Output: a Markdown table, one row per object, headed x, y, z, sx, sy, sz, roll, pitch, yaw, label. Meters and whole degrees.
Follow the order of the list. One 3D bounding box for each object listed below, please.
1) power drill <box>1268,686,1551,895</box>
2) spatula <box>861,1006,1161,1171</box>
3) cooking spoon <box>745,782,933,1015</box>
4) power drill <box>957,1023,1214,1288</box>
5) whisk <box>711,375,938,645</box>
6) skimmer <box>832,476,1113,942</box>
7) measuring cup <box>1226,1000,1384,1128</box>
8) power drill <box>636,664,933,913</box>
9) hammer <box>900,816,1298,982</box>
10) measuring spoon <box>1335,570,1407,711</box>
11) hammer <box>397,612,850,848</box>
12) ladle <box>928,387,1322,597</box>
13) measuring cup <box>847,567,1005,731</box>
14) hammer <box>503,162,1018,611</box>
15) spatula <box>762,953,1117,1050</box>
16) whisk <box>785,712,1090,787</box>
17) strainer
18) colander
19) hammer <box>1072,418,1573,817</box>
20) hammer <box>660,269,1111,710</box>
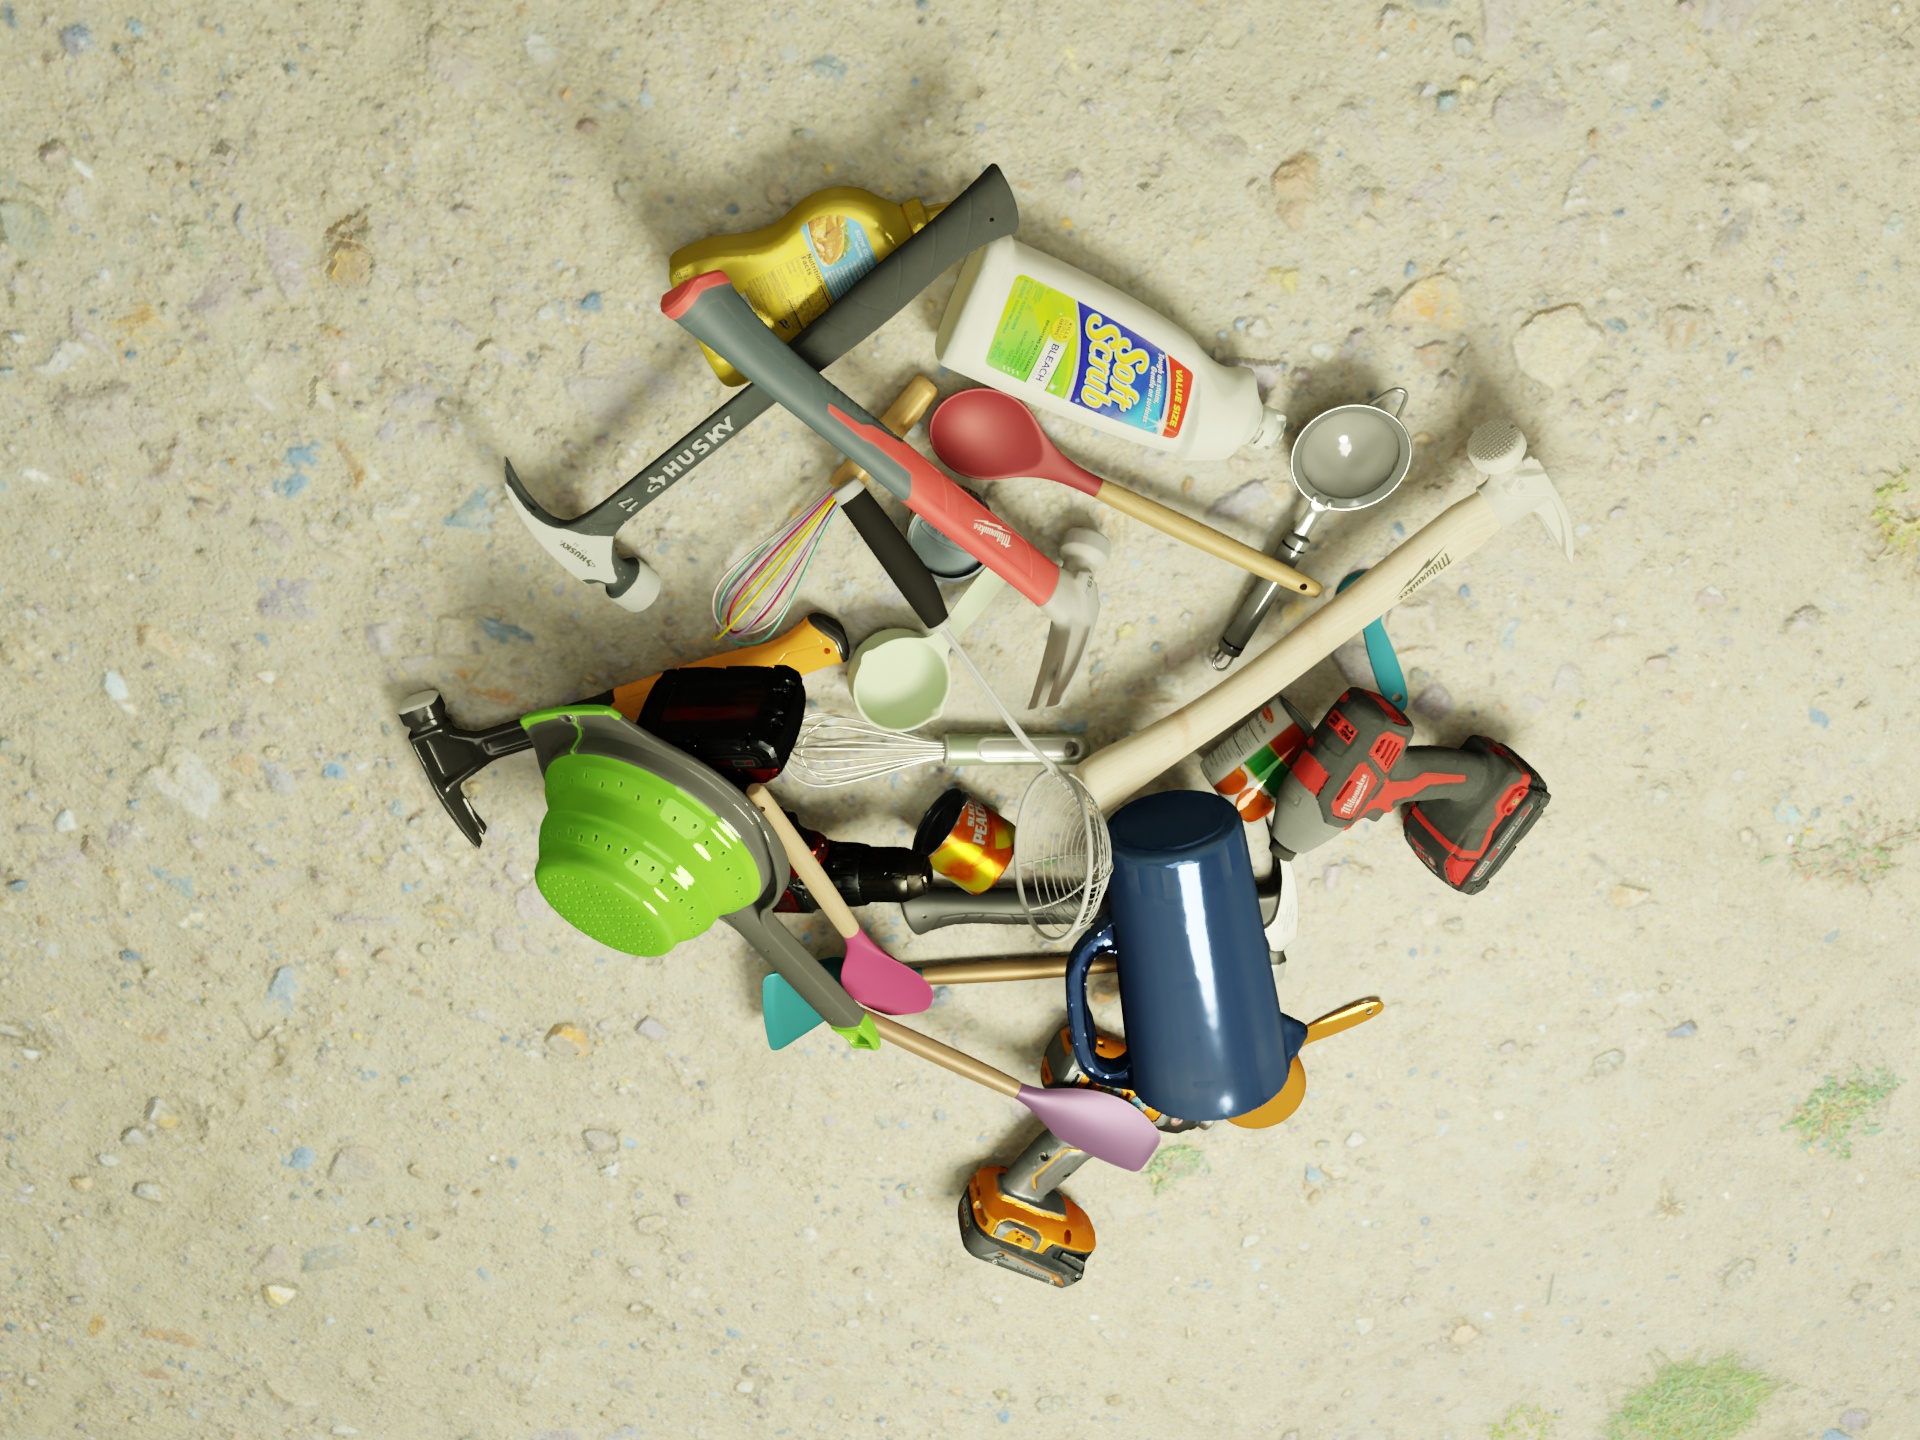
| x | y | z | sx | sy | sz | roll | pitch | yaw | label |
| --- | --- | --- | --- | --- | --- | --- | --- | --- | --- |
| 0.338 | 0.062 | 1.225 | 0.219 | 0.079 | 0.143 | 15 | 116 | -35 | power drill |
| 0.026 | 0.295 | 1.321 | 0.315 | 0.018 | 0.059 | 26 | 106 | -10 | spatula |
| -0.092 | 0.145 | 1.205 | 0.069 | 0.017 | 0.318 | -10 | 139 | 15 | cooking spoon |
| 0.113 | 0.388 | 1.407 | 0.164 | 0.084 | 0.226 | 25 | 107 | -16 | power drill |
| -0.099 | -0.147 | 1.141 | 0.051 | 0.047 | 0.245 | 45 | 102 | 12 | whisk |
| -0.002 | -0.004 | 1.147 | 0.090 | 0.127 | 0.363 | -40 | 107 | -16 | skimmer |
| 0.296 | 0.297 | 1.391 | 0.173 | 0.052 | 0.095 | -27 | 115 | 11 | measuring cup |
| -0.129 | 0.065 | 1.183 | 0.188 | 0.080 | 0.226 | -1 | 136 | 15 | power drill |
| 0.115 | 0.149 | 1.314 | 0.334 | 0.035 | 0.146 | 1 | 117 | -5 | hammer |
| 0.328 | -0.056 | 1.237 | 0.042 | 0.021 | 0.128 | -23 | 115 | 7 | measuring spoon |
| -0.244 | -0.006 | 1.206 | 0.337 | 0.034 | 0.127 | -17 | 116 | 3 | hammer |
| 0.123 | -0.158 | 1.150 | 0.315 | 0.031 | 0.069 | 24 | 119 | -9 | ladle |
| -0.019 | -0.067 | 1.199 | 0.083 | 0.038 | 0.167 | 39 | 94 | -29 | measuring cup |
| -0.129 | -0.227 | 1.056 | 0.409 | 0.036 | 0.149 | -35 | 135 | 19 | hammer |
| -0.006 | 0.221 | 1.333 | 0.317 | 0.044 | 0.082 | -4 | 120 | -4 | spatula |
| -0.019 | 0.022 | 1.235 | 0.246 | 0.059 | 0.058 | 0 | 89 | -9 | whisk |
| 0.252 | -0.141 | 1.180 | 0.086 | 0.050 | 0.258 | 22 | 118 | -12 | strainer |
| -0.189 | 0.155 | 1.164 | 0.204 | 0.094 | 0.396 | -5 | 134 | 40 | colander |
| 0.260 | -0.051 | 1.183 | 0.410 | 0.038 | 0.146 | -37 | 135 | 15 | hammer |
| -0.043 | -0.153 | 1.051 | 0.038 | 0.143 | 0.386 | -10 | 145 | 46 | hammer |
